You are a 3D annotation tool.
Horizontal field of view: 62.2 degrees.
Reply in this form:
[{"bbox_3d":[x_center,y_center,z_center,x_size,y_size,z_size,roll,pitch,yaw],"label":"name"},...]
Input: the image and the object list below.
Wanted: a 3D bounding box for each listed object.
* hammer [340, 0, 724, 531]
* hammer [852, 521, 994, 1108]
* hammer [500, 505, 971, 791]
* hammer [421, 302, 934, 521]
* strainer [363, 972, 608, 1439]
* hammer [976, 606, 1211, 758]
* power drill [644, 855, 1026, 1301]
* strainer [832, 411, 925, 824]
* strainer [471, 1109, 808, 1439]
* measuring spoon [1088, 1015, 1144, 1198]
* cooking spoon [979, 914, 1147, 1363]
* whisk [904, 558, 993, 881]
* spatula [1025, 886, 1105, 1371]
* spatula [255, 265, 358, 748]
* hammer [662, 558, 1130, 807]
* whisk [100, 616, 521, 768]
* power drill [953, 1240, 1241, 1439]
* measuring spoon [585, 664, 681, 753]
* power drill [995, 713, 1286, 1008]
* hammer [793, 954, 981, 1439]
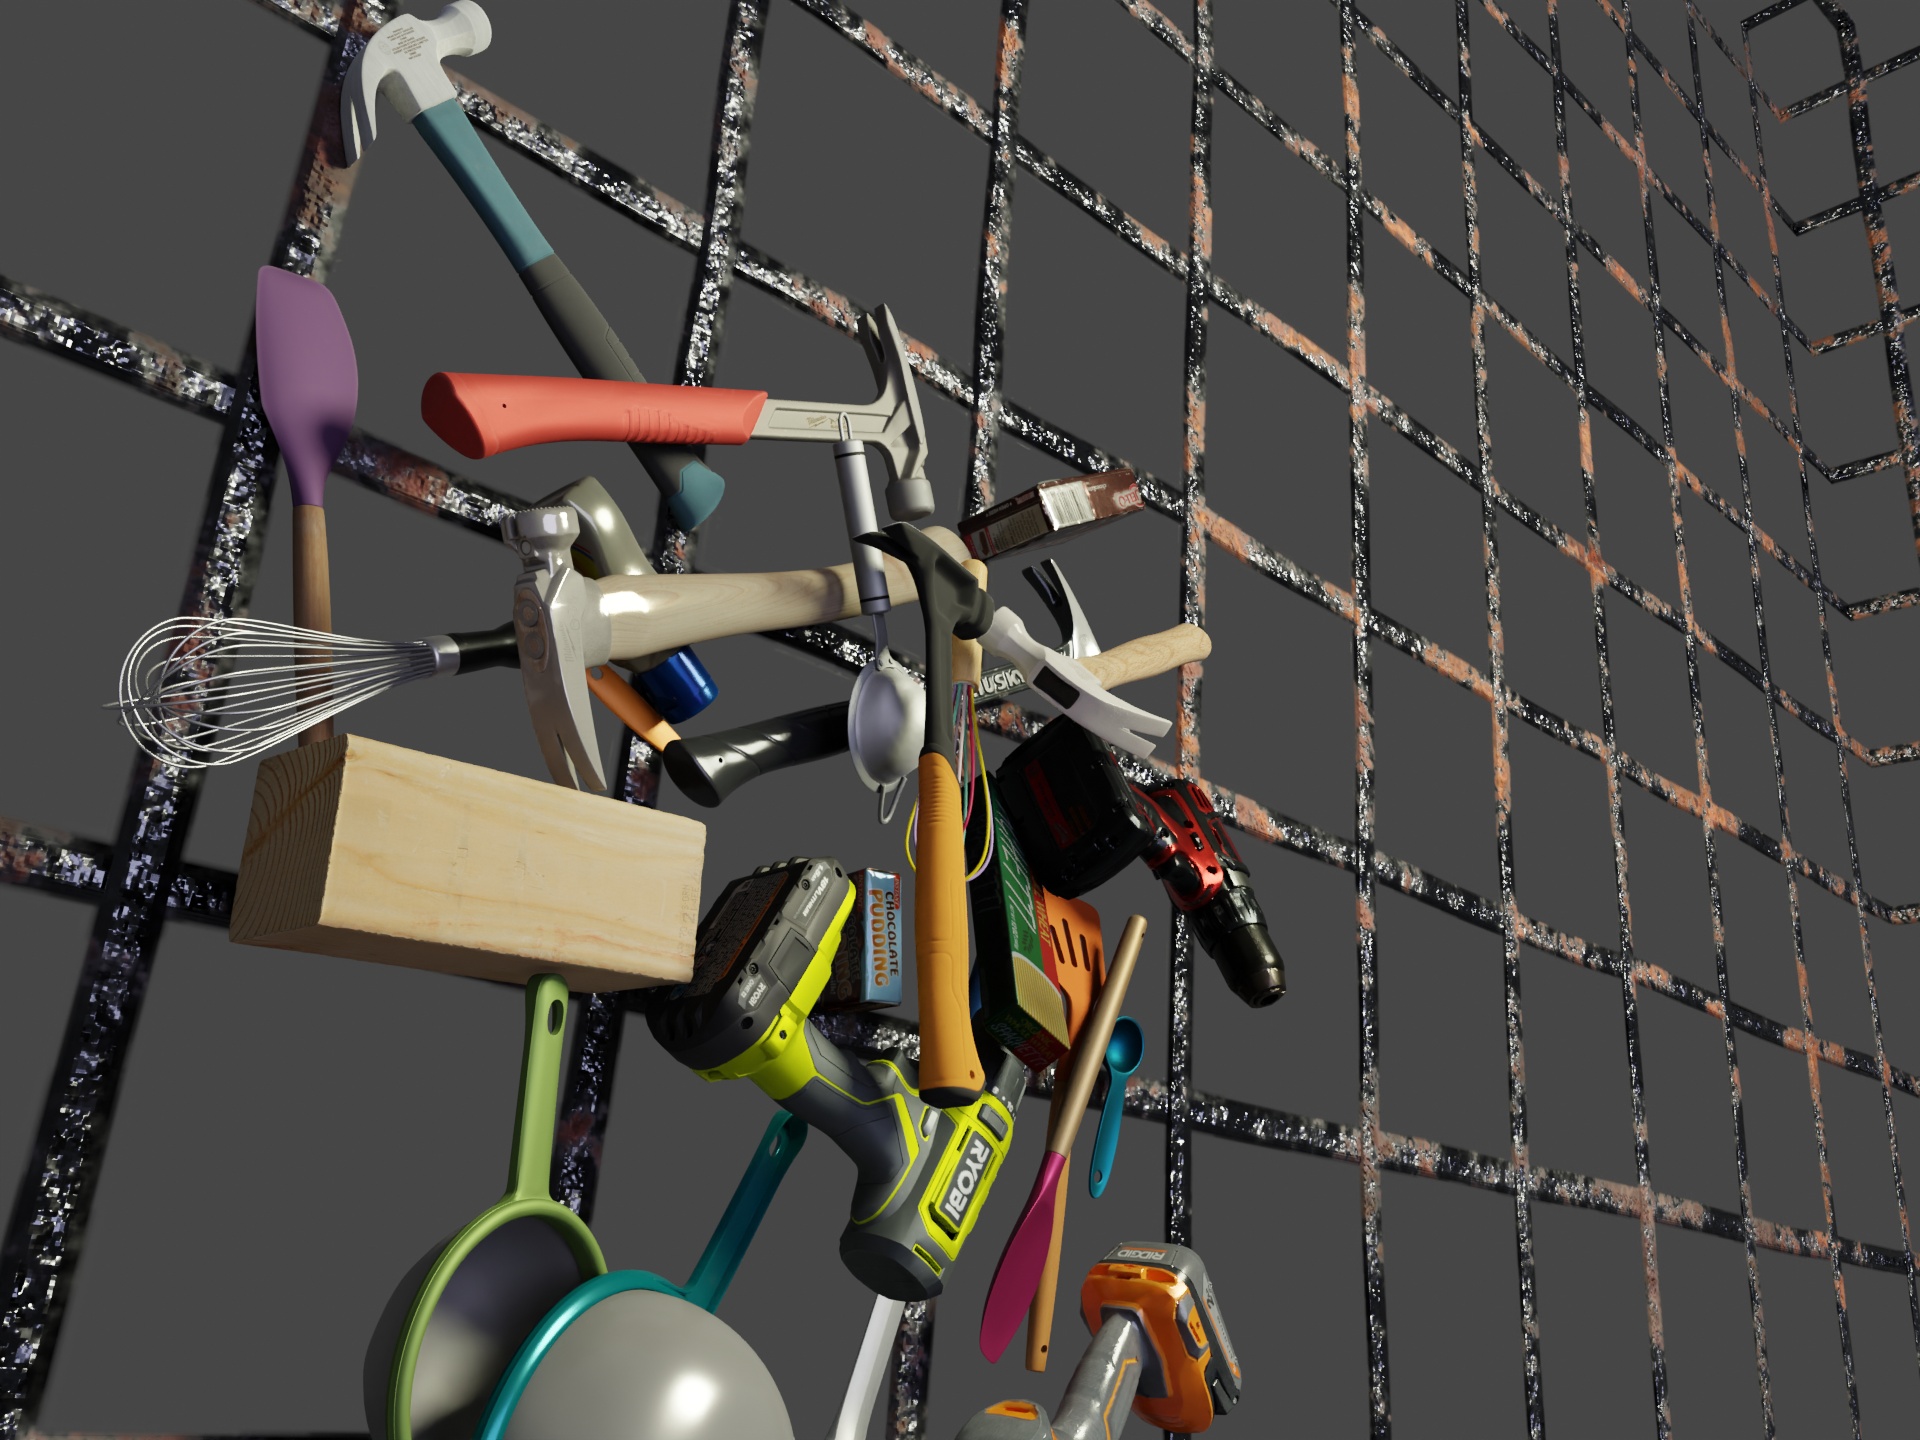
[{"bbox_3d":[-0.244,-0.262,0.951,0.331,0.033,0.128,57,46,-15],"label":"hammer"},{"bbox_3d":[-0.015,0.051,0.917,0.127,0.034,0.337,36,46,-54],"label":"hammer"},{"bbox_3d":[-0.107,-0.064,0.966,0.410,0.038,0.146,-17,100,-57],"label":"hammer"},{"bbox_3d":[-0.157,-0.194,0.967,0.359,0.037,0.149,-8,82,-47],"label":"hammer"},{"bbox_3d":[-0.232,0.250,0.765,0.151,0.069,0.256,33,56,-61],"label":"strainer"},{"bbox_3d":[0.127,-0.041,1.162,0.130,0.031,0.331,42,22,14],"label":"hammer"},{"bbox_3d":[-0.051,0.186,0.903,0.228,0.080,0.191,51,46,-22],"label":"power drill"},{"bbox_3d":[-0.050,-0.064,0.988,0.087,0.050,0.258,-16,97,-61],"label":"strainer"},{"bbox_3d":[-0.119,0.338,0.805,0.341,0.095,0.210,-63,142,-46],"label":"strainer"},{"bbox_3d":[0.102,0.274,1.135,0.042,0.021,0.129,26,70,-37],"label":"measuring spoon"},{"bbox_3d":[0.071,0.266,1.056,0.319,0.017,0.068,-65,148,-31],"label":"cooking spoon"},{"bbox_3d":[-0.004,-0.004,1.042,0.051,0.047,0.245,39,46,-44],"label":"whisk"},{"bbox_3d":[0.063,0.273,1.091,0.081,0.041,0.323,22,67,-36],"label":"spatula"},{"bbox_3d":[-0.334,-0.084,0.821,0.059,0.018,0.316,11,70,-54],"label":"spatula"},{"bbox_3d":[-0.031,-0.014,1.069,0.409,0.036,0.149,-17,88,-47],"label":"hammer"},{"bbox_3d":[-0.288,-0.027,0.798,0.284,0.070,0.070,-17,90,-58],"label":"whisk"},{"bbox_3d":[0.092,0.457,1.002,0.226,0.084,0.164,-33,108,-50],"label":"power drill"},{"bbox_3d":[-0.183,0.000,0.943,0.116,0.011,0.021,46,50,-25],"label":"measuring spoon"},{"bbox_3d":[0.139,0.102,1.117,0.226,0.080,0.188,28,30,-47],"label":"power drill"},{"bbox_3d":[-0.015,0.287,0.999,0.144,0.035,0.406,39,54,-28],"label":"hammer"}]
